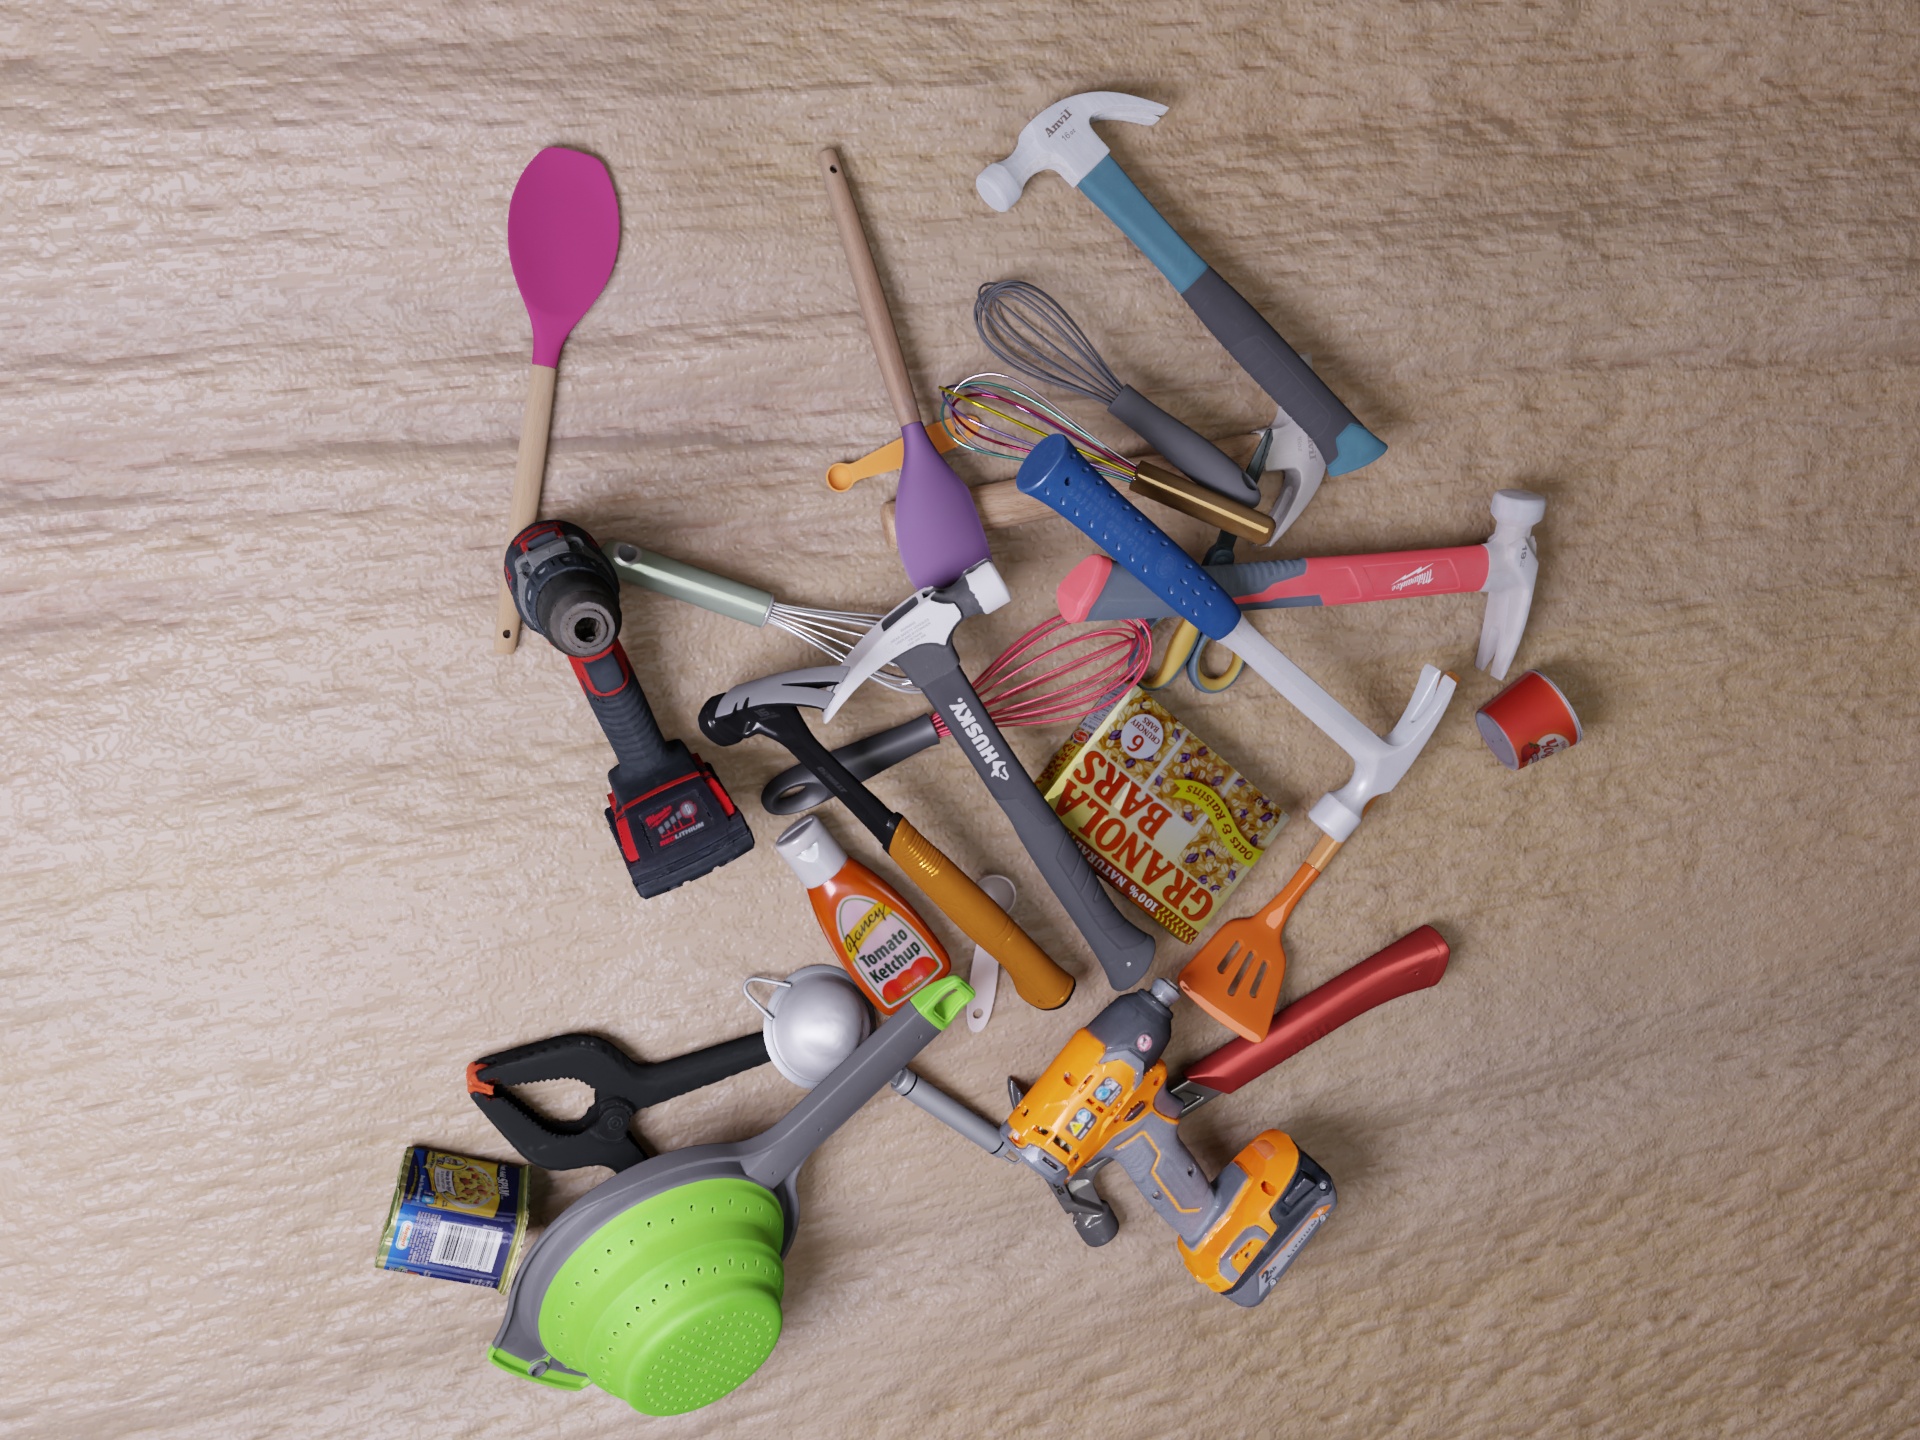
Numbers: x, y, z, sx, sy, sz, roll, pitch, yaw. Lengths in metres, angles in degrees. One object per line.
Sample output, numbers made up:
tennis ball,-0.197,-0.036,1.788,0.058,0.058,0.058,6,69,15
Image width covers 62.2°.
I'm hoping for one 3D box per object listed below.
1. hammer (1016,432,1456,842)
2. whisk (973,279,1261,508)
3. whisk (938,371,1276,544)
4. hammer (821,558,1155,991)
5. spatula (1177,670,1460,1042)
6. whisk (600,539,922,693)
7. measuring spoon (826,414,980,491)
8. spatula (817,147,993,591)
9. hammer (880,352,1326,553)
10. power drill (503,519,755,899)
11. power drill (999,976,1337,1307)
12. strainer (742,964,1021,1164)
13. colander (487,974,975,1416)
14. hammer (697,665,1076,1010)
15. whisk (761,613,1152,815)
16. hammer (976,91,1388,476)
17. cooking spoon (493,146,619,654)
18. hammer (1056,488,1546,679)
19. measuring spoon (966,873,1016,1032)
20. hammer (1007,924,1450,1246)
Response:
hammer,0.189,-0.063,1.069,0.405,0.035,0.144,36,97,-34
whisk,0.107,-0.217,1.075,0.239,0.055,0.055,36,88,-4
whisk,0.096,-0.172,1.064,0.245,0.047,0.051,23,72,-1
hammer,0.039,0.061,1.087,0.146,0.035,0.334,-31,114,4
spatula,0.284,0.093,1.205,0.081,0.041,0.322,37,86,0
whisk,-0.122,-0.071,1.062,0.246,0.059,0.058,19,57,-14
measuring spoon,-0.039,-0.183,1.084,0.117,0.011,0.021,-24,104,-15
spatula,-0.043,-0.220,1.052,0.060,0.018,0.316,-18,96,-8
hammer,0.106,-0.164,1.116,0.331,0.031,0.130,-14,102,-13
power drill,-0.206,-0.007,0.967,0.080,0.188,0.226,-26,114,-12
power drill,0.161,0.300,1.150,0.226,0.084,0.164,39,88,-14
strainer,-0.045,0.253,1.137,0.258,0.050,0.087,39,64,-24
colander,-0.124,0.330,1.050,0.397,0.095,0.204,-43,137,-2
hammer,-0.024,0.089,1.064,0.336,0.127,0.034,47,52,-28
whisk,-0.002,-0.004,1.101,0.296,0.073,0.073,-25,105,-4
hammer,0.169,-0.291,1.090,0.331,0.033,0.128,44,83,-9
cooking spoon,-0.268,-0.199,1.010,0.068,0.017,0.319,7,97,-25
hammer,0.247,-0.084,1.130,0.386,0.038,0.143,-6,115,-22
measuring spoon,0.017,0.168,1.158,0.034,0.018,0.124,2,105,-16
hammer,0.215,0.250,1.215,0.359,0.037,0.149,-29,106,-9
